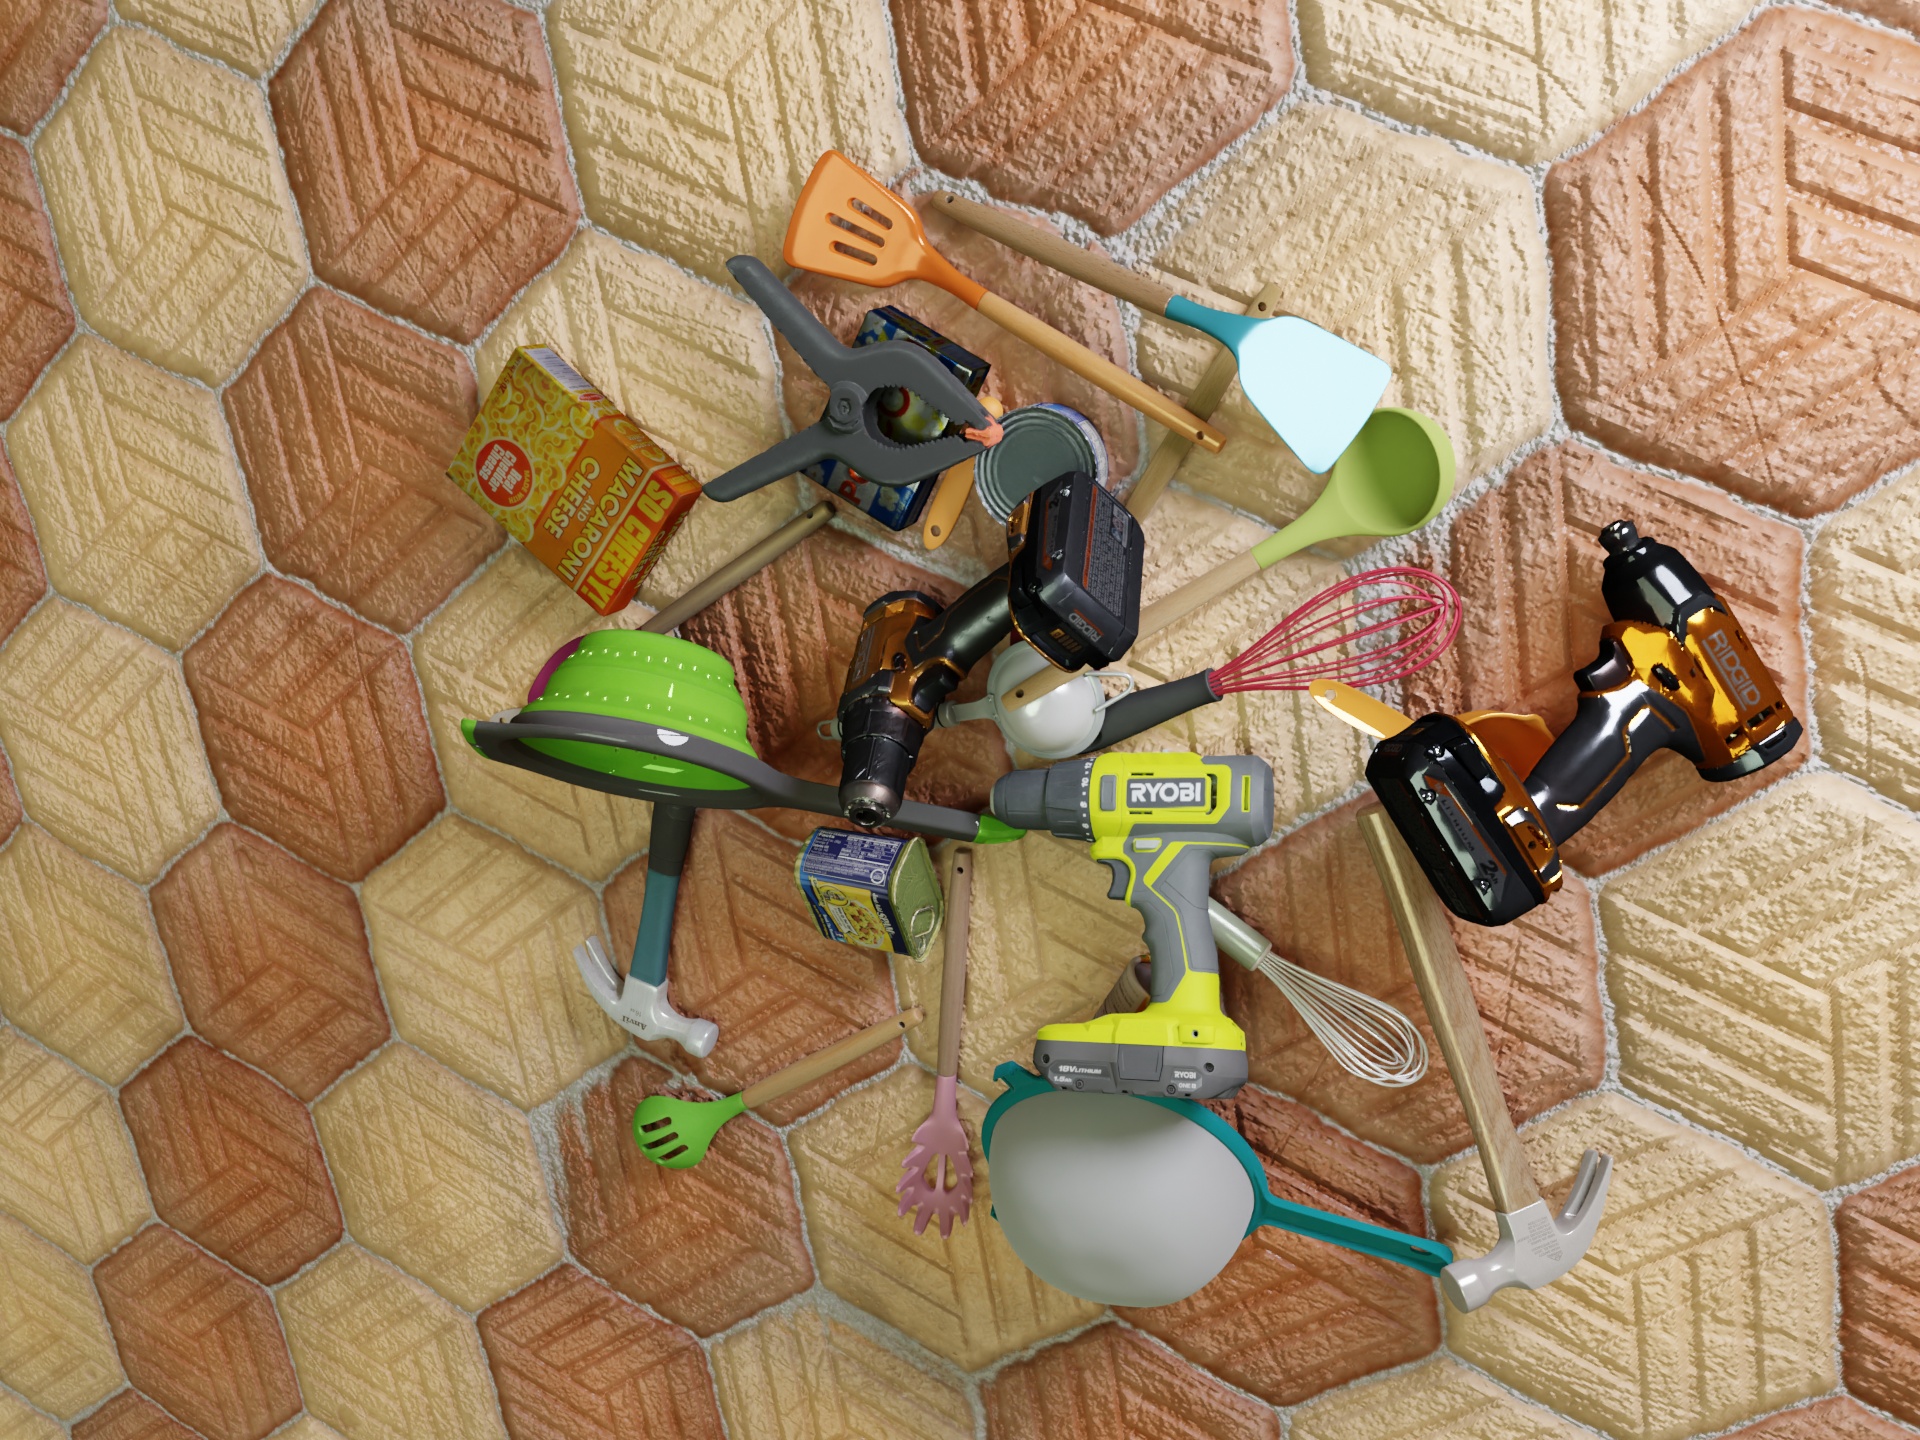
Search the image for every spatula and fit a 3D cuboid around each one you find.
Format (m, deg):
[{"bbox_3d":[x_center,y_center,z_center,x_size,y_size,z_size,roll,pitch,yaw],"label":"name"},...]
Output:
[{"bbox_3d":[0.030,-0.257,1.024,0.323,0.041,0.081,34,115,14],"label":"spatula"},{"bbox_3d":[0.110,-0.260,0.988,0.318,0.044,0.082,32,84,22],"label":"spatula"}]

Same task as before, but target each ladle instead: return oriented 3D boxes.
[{"bbox_3d":[0.158,-0.090,0.992,0.320,0.062,0.078,-30,74,15],"label":"ladle"},{"bbox_3d":[0.121,-0.144,1.041,0.069,0.031,0.315,33,114,6],"label":"ladle"}]

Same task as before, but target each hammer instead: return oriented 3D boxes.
[{"bbox_3d":[-0.230,0.106,1.254,0.128,0.033,0.331,19,112,14],"label":"hammer"},{"bbox_3d":[0.331,0.209,1.042,0.130,0.031,0.331,-19,91,-11],"label":"hammer"}]

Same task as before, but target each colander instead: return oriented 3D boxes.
[{"bbox_3d":[-0.142,0.010,1.129,0.397,0.204,0.094,11,76,-6],"label":"colander"}]

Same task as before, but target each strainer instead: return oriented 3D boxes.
[{"bbox_3d":[0.166,0.363,1.110,0.340,0.095,0.210,12,132,13],"label":"strainer"},{"bbox_3d":[-0.002,-0.004,1.111,0.258,0.050,0.087,-8,106,35],"label":"strainer"}]

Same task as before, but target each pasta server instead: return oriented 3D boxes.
[{"bbox_3d":[-0.010,0.248,1.209,0.060,0.040,0.316,6,108,7],"label":"pasta server"}]

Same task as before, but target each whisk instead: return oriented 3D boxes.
[{"bbox_3d":[0.213,0.168,1.092,0.246,0.058,0.059,37,124,13],"label":"whisk"},{"bbox_3d":[0.183,-0.029,1.037,0.296,0.073,0.073,-21,98,32],"label":"whisk"}]

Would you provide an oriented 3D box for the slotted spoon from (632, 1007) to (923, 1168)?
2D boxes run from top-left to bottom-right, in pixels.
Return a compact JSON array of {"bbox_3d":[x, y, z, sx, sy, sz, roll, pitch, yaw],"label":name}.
[{"bbox_3d":[-0.155,0.296,1.289,0.314,0.031,0.070,-30,94,25],"label":"slotted spoon"}]

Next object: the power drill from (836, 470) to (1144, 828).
[{"bbox_3d":[0.007,-0.039,1.017,0.226,0.186,0.084,-30,125,36],"label":"power drill"}]

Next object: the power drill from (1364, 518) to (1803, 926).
[{"bbox_3d":[0.354,-0.002,0.922,0.226,0.084,0.164,-32,93,-5],"label":"power drill"}]

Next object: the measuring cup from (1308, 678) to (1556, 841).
[{"bbox_3d":[0.291,0.017,0.990,0.173,0.052,0.095,28,95,1],"label":"measuring cup"}]

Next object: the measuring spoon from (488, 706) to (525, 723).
[{"bbox_3d":[-0.329,0.000,1.268,0.124,0.018,0.034,-4,105,24],"label":"measuring spoon"}]

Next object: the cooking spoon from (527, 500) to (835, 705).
[{"bbox_3d":[-0.216,-0.078,1.195,0.319,0.017,0.069,-31,62,25],"label":"cooking spoon"}]

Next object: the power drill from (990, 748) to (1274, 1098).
[{"bbox_3d":[0.109,0.132,1.062,0.190,0.080,0.229,-1,77,19],"label":"power drill"}]

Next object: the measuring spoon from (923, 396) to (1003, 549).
[{"bbox_3d":[-0.001,-0.167,1.088,0.021,0.011,0.117,30,115,10],"label":"measuring spoon"}]
